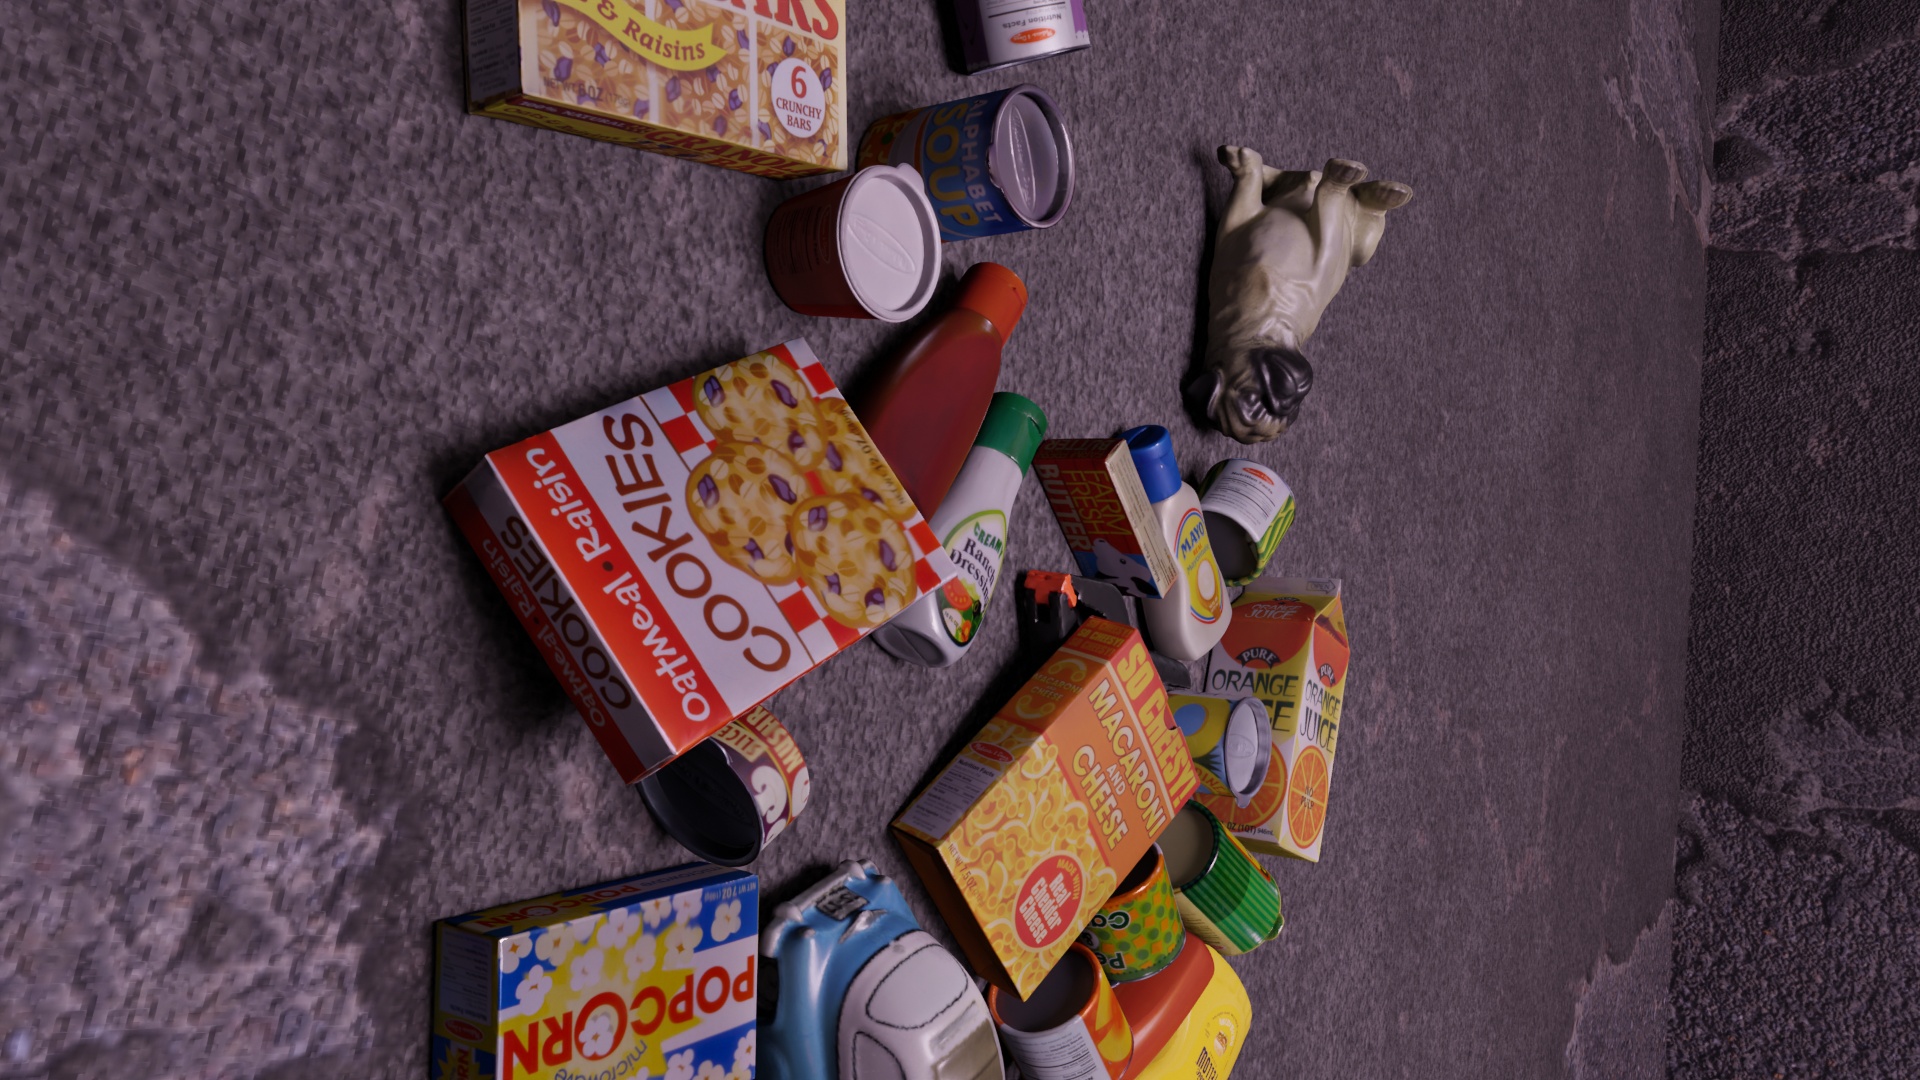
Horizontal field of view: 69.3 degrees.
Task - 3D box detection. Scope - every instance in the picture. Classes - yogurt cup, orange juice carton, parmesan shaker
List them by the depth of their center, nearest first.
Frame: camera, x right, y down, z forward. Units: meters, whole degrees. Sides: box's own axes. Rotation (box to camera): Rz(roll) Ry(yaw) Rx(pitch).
[{"bbox_3d":[-0.050,-0.130,0.622,0.072,0.054,0.072,-1,92,-53],"label":"yogurt cup"},{"bbox_3d":[0.156,0.215,0.883,0.103,0.071,0.071,48,54,-42],"label":"parmesan shaker"},{"bbox_3d":[0.215,0.116,0.959,0.073,0.072,0.193,31,66,-49],"label":"orange juice carton"}]

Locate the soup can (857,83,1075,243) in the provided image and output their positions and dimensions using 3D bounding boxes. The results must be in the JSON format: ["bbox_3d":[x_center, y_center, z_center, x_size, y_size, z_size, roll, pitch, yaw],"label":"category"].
[{"bbox_3d":[0.001,-0.177,0.663,0.071,0.083,0.071,-1,91,-53],"label":"soup can"}]

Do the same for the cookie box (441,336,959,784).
[{"bbox_3d":[-0.093,0.000,0.540,0.168,0.040,0.123,-32,87,-48],"label":"cookie box"}]

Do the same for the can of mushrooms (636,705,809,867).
[{"bbox_3d":[-0.095,0.092,0.553,0.034,0.071,0.070,-41,122,-46],"label":"can of mushrooms"}]

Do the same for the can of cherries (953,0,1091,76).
[{"bbox_3d":[0.029,-0.277,0.718,0.072,0.071,0.058,-32,115,-48],"label":"can of cherries"}]

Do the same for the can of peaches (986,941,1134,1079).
[{"bbox_3d":[0.054,0.259,0.755,0.071,0.071,0.058,-51,128,-40],"label":"can of peaches"}]

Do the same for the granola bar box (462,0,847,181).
[{"bbox_3d":[-0.115,-0.217,0.548,0.166,0.039,0.124,-4,94,-52],"label":"granola bar box"}]

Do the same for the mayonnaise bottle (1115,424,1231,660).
[{"bbox_3d":[0.130,0.000,0.871,0.065,0.041,0.147,-44,125,-41],"label":"mayonnaise bottle"}]

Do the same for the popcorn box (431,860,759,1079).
[{"bbox_3d":[-0.134,0.176,0.528,0.127,0.038,0.085,2,89,-53],"label":"popcorn box"}]

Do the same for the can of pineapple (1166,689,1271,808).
[{"bbox_3d":[0.160,0.133,0.898,0.071,0.058,0.071,-1,91,-52],"label":"can of pineapple"}]

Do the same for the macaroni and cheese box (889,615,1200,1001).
[{"bbox_3d":[0.053,0.141,0.743,0.167,0.040,0.123,-43,125,-27],"label":"macaroni and cheese box"}]

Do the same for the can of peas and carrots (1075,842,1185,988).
[{"bbox_3d":[0.090,0.211,0.800,0.071,0.071,0.058,-41,121,-45],"label":"can of peas and carrots"}]

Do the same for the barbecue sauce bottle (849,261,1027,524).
[{"bbox_3d":[-0.011,-0.077,0.683,0.064,0.043,0.149,57,48,-36],"label":"barbecue sauce bottle"}]

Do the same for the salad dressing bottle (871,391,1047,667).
[{"bbox_3d":[0.003,-0.009,0.700,0.064,0.044,0.148,53,51,-42],"label":"salad dressing bottle"}]

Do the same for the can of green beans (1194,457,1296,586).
[{"bbox_3d":[0.180,-0.011,0.915,0.058,0.071,0.071,-48,127,-40],"label":"can of green beans"}]

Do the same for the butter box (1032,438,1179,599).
[{"bbox_3d":[0.084,-0.013,0.801,0.024,0.053,0.103,-51,128,-35],"label":"butter box"}]

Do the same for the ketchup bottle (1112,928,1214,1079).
[{"bbox_3d":[0.084,0.285,0.799,0.149,0.064,0.043,-45,124,-32],"label":"ketchup bottle"}]
